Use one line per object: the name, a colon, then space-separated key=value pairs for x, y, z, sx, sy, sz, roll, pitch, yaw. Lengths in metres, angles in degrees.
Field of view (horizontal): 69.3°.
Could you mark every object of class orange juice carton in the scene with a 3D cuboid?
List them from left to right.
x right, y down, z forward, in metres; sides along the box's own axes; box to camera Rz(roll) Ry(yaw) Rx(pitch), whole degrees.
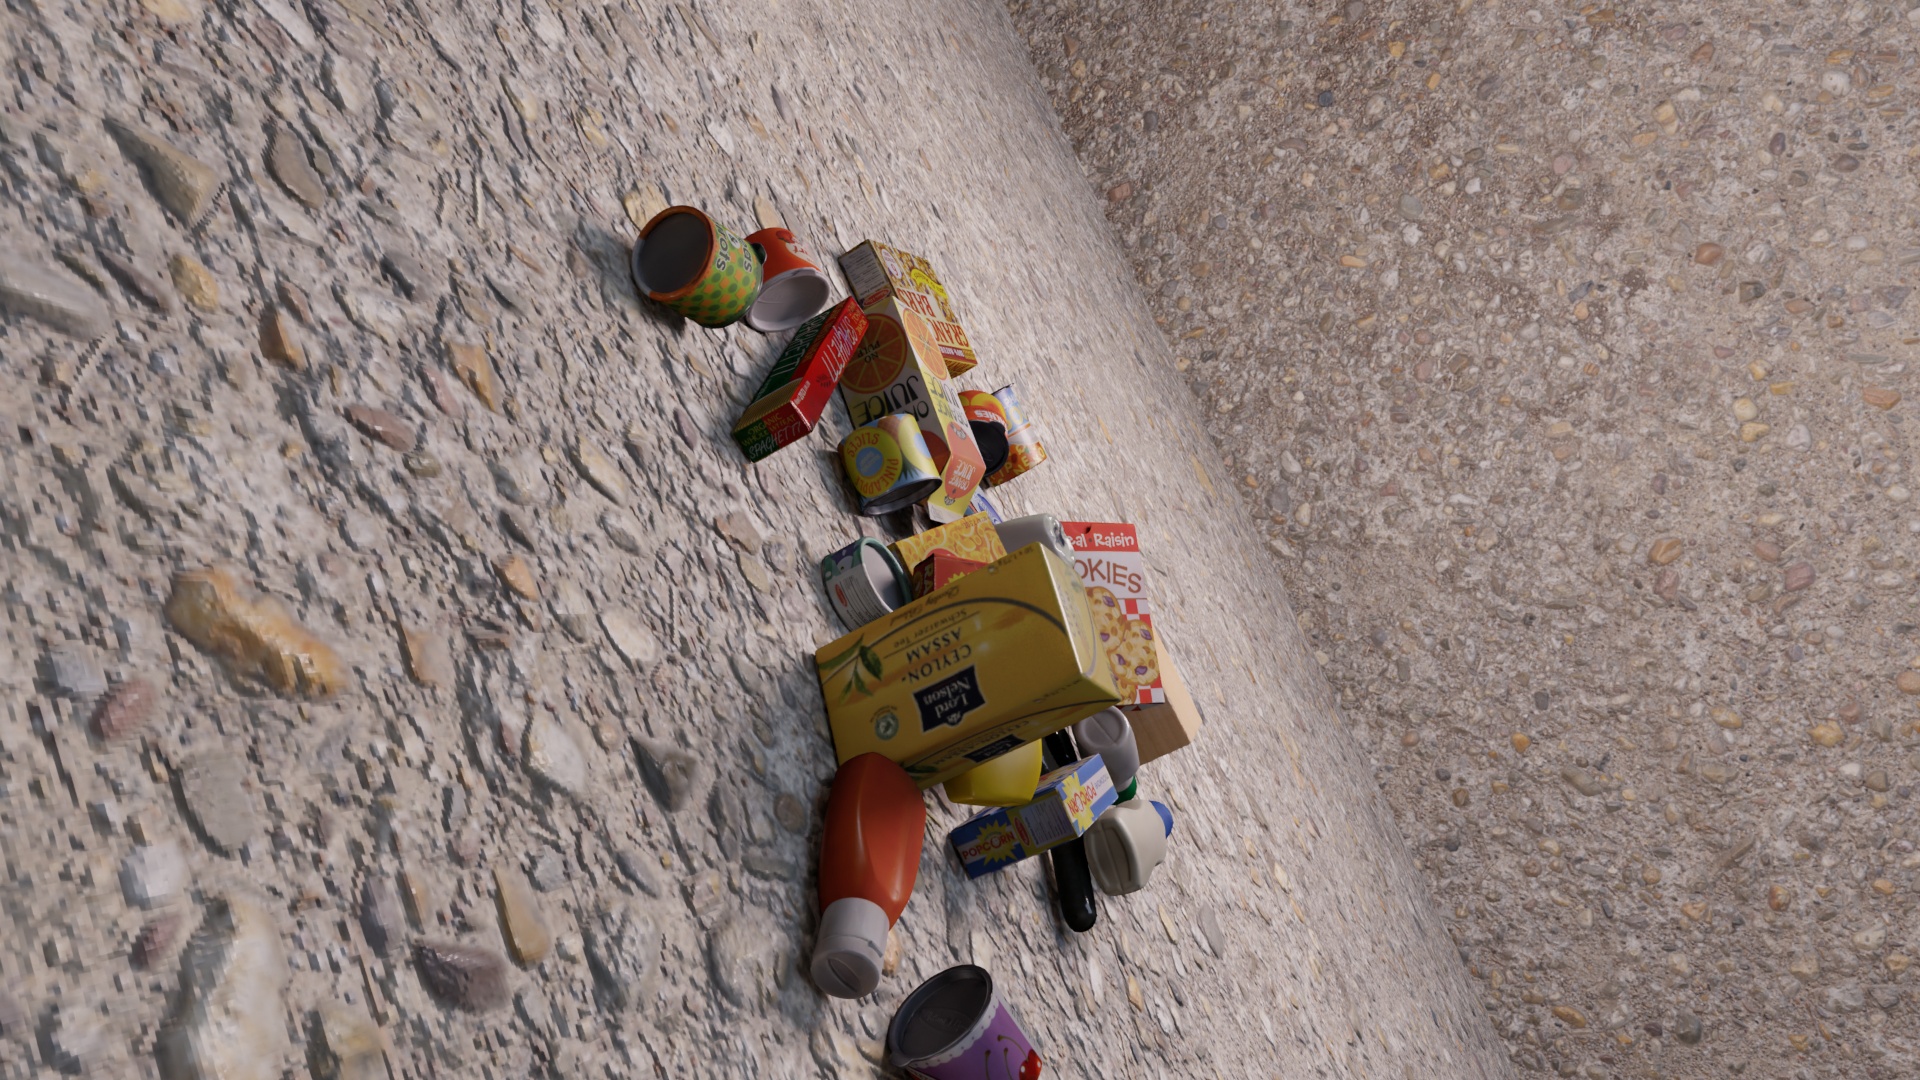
orange juice carton: x=-0.041 y=-0.098 z=1.153 sx=0.072 sy=0.073 sz=0.193 roll=22 pitch=44 yaw=-64

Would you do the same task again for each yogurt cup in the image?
yogurt cup: x=-0.139 y=-0.198 z=1.045 sx=0.054 sy=0.072 sz=0.072 roll=61 pitch=16 yaw=22

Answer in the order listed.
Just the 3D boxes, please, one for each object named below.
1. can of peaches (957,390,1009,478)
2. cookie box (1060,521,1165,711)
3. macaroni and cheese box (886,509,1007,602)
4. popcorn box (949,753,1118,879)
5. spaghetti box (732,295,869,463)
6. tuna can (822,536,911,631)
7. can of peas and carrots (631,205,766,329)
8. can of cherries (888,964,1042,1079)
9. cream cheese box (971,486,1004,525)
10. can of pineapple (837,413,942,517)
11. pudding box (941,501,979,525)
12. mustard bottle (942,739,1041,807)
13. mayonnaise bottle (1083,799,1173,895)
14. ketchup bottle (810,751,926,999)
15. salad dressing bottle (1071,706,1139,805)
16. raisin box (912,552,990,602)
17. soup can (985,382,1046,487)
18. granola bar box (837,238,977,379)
can of peaches: x=0.014 y=-0.102 z=1.309 sx=0.071 sy=0.071 sz=0.058 roll=52 pitch=20 yaw=-30
cookie box: x=0.109 y=0.067 z=1.227 sx=0.123 sy=0.040 sz=0.168 roll=1 pitch=73 yaw=-30
macaroni and cheese box: x=0.010 y=0.069 z=1.056 sx=0.124 sy=0.040 sz=0.166 roll=-21 pitch=83 yaw=-53
popcorn box: x=0.055 y=0.194 z=0.986 sx=0.038 sy=0.085 sz=0.127 roll=66 pitch=18 yaw=6
spaghetti box: x=-0.113 y=-0.126 z=1.032 sx=0.028 sy=0.050 sz=0.251 roll=58 pitch=19 yaw=-20
tuna can: x=-0.064 y=0.032 z=0.974 sx=0.071 sy=0.033 sz=0.071 roll=52 pitch=22 yaw=-30
can of peas and carrots: x=-0.172 y=-0.182 z=0.918 sx=0.058 sy=0.071 sz=0.071 roll=24 pitch=42 yaw=-62
can of cherries: x=0.001 y=0.279 z=0.761 sx=0.058 sy=0.071 sz=0.072 roll=58 pitch=19 yaw=-18
cream cheese box: x=0.021 y=-0.013 z=1.280 sx=0.103 sy=0.024 sz=0.053 roll=54 pitch=19 yaw=-27
can of pineapple: x=-0.056 y=-0.058 z=1.068 sx=0.058 sy=0.071 sz=0.071 roll=66 pitch=18 yaw=11
pudding box: x=0.004 y=-0.015 z=1.211 sx=0.083 sy=0.030 sz=0.050 roll=52 pitch=6 yaw=-31
mustard bottle: x=0.021 y=0.096 z=0.930 sx=0.065 sy=0.048 sz=0.160 roll=13 pitch=68 yaw=-29
mayonnaise bottle: x=0.138 y=0.238 z=1.113 sx=0.148 sy=0.041 sz=0.065 roll=2 pitch=69 yaw=-70
ketchup bottle: x=-0.053 y=0.186 z=0.773 sx=0.064 sy=0.043 sz=0.149 roll=53 pitch=21 yaw=-21
salad dressing bottle: x=0.129 y=0.189 z=1.201 sx=0.064 sy=0.044 sz=0.147 roll=48 pitch=-11 yaw=29
raisin box: x=0.010 y=0.078 z=0.984 sx=0.086 sy=0.040 sz=0.124 roll=10 pitch=68 yaw=-26
soup can: x=0.042 y=-0.105 z=1.388 sx=0.083 sy=0.071 sz=0.071 roll=61 pitch=18 yaw=-6
granola bar box: x=-0.047 y=-0.223 z=1.363 sx=0.124 sy=0.039 sz=0.166 roll=65 pitch=19 yaw=5
